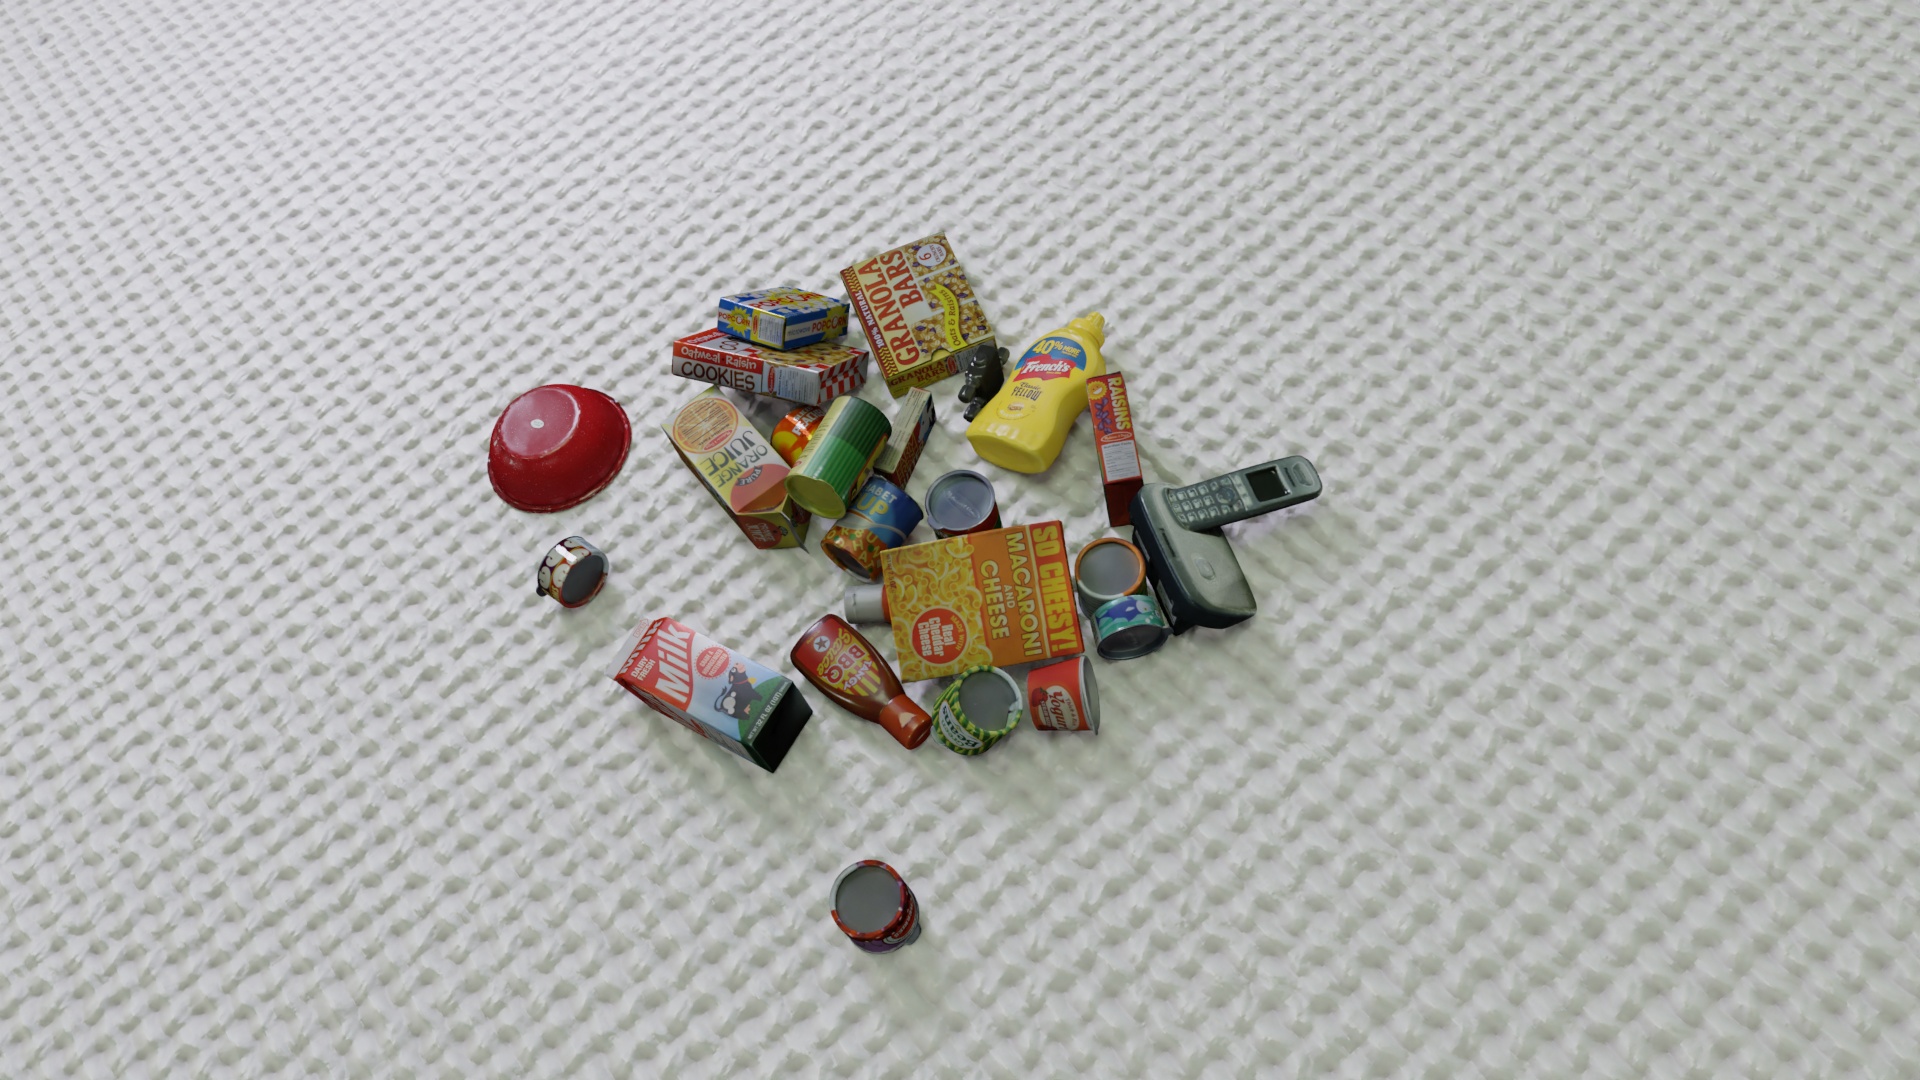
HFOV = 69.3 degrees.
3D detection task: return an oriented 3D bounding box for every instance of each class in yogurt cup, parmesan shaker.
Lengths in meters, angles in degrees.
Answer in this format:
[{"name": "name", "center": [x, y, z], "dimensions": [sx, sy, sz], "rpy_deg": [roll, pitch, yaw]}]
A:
[{"name": "yogurt cup", "center": [0.091, 0.139, 1.236], "dimensions": [0.054, 0.072, 0.073], "rpy_deg": [-10, 59, 14]}, {"name": "parmesan shaker", "center": [-0.115, -0.081, 1.333], "dimensions": [0.071, 0.071, 0.103], "rpy_deg": [18, 60, 19]}]

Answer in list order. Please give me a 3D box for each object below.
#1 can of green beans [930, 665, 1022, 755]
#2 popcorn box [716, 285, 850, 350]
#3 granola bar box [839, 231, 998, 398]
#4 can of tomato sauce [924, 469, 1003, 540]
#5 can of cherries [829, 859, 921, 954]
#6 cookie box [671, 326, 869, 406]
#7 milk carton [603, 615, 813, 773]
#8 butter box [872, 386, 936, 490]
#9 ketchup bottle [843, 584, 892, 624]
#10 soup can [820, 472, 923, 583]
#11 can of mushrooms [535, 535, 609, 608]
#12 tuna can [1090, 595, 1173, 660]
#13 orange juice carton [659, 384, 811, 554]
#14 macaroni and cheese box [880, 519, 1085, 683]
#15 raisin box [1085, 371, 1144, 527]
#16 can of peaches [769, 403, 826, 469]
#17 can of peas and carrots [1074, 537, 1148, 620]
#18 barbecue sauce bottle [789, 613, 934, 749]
[{"name": "can of green beans", "center": [0.015, 0.151, 1.230], "dimensions": [0.071, 0.057, 0.071], "rpy_deg": [10, 61, -18]}, {"name": "popcorn box", "center": [-0.186, -0.237, 1.469], "dimensions": [0.085, 0.038, 0.127], "rpy_deg": [18, 23, 23]}, {"name": "granola bar box", "center": [-0.046, -0.245, 1.494], "dimensions": [0.124, 0.039, 0.166], "rpy_deg": [-22, 59, -3]}, {"name": "can of tomato sauce", "center": [0.005, -0.017, 1.328], "dimensions": [0.071, 0.082, 0.071], "rpy_deg": [-4, 60, 8]}, {"name": "can of cherries", "center": [-0.070, 0.309, 1.168], "dimensions": [0.071, 0.058, 0.072], "rpy_deg": [-5, 60, 8]}, {"name": "cookie box", "center": [-0.197, -0.185, 1.446], "dimensions": [0.167, 0.040, 0.123], "rpy_deg": [14, 22, 17]}, {"name": "milk carton", "center": [-0.240, 0.134, 1.289], "dimensions": [0.191, 0.073, 0.072], "rpy_deg": [23, 67, 21]}, {"name": "butter box", "center": [-0.056, -0.099, 1.403], "dimensions": [0.024, 0.053, 0.104], "rpy_deg": [16, 65, 15]}, {"name": "ketchup bottle", "center": [-0.034, 0.057, 1.315], "dimensions": [0.149, 0.043, 0.065], "rpy_deg": [-3, 70, 8]}, {"name": "soup can", "center": [-0.088, -0.012, 1.348], "dimensions": [0.071, 0.071, 0.084], "rpy_deg": [28, 69, 23]}, {"name": "can of mushrooms", "center": [-0.385, 0.034, 1.377], "dimensions": [0.033, 0.070, 0.071], "rpy_deg": [30, 70, 22]}, {"name": "tuna can", "center": [0.154, 0.078, 1.256], "dimensions": [0.071, 0.070, 0.033], "rpy_deg": [-14, 59, 2]}, {"name": "orange juice carton", "center": [-0.215, -0.063, 1.400], "dimensions": [0.073, 0.071, 0.193], "rpy_deg": [-38, 61, -12]}, {"name": "macaroni and cheese box", "center": [0.020, 0.055, 1.262], "dimensions": [0.166, 0.040, 0.123], "rpy_deg": [-10, 85, 9]}, {"name": "raisin box", "center": [0.151, -0.088, 1.342], "dimensions": [0.040, 0.085, 0.124], "rpy_deg": [-10, 59, 6]}, {"name": "can of peaches", "center": [-0.150, -0.097, 1.409], "dimensions": [0.071, 0.071, 0.058], "rpy_deg": [-37, 62, -12]}, {"name": "can of peas and carrots", "center": [0.140, 0.036, 1.288], "dimensions": [0.071, 0.058, 0.071], "rpy_deg": [-4, 60, 7]}, {"name": "barbecue sauce bottle", "center": [-0.087, 0.133, 1.281], "dimensions": [0.149, 0.043, 0.065], "rpy_deg": [38, 76, 26]}]
